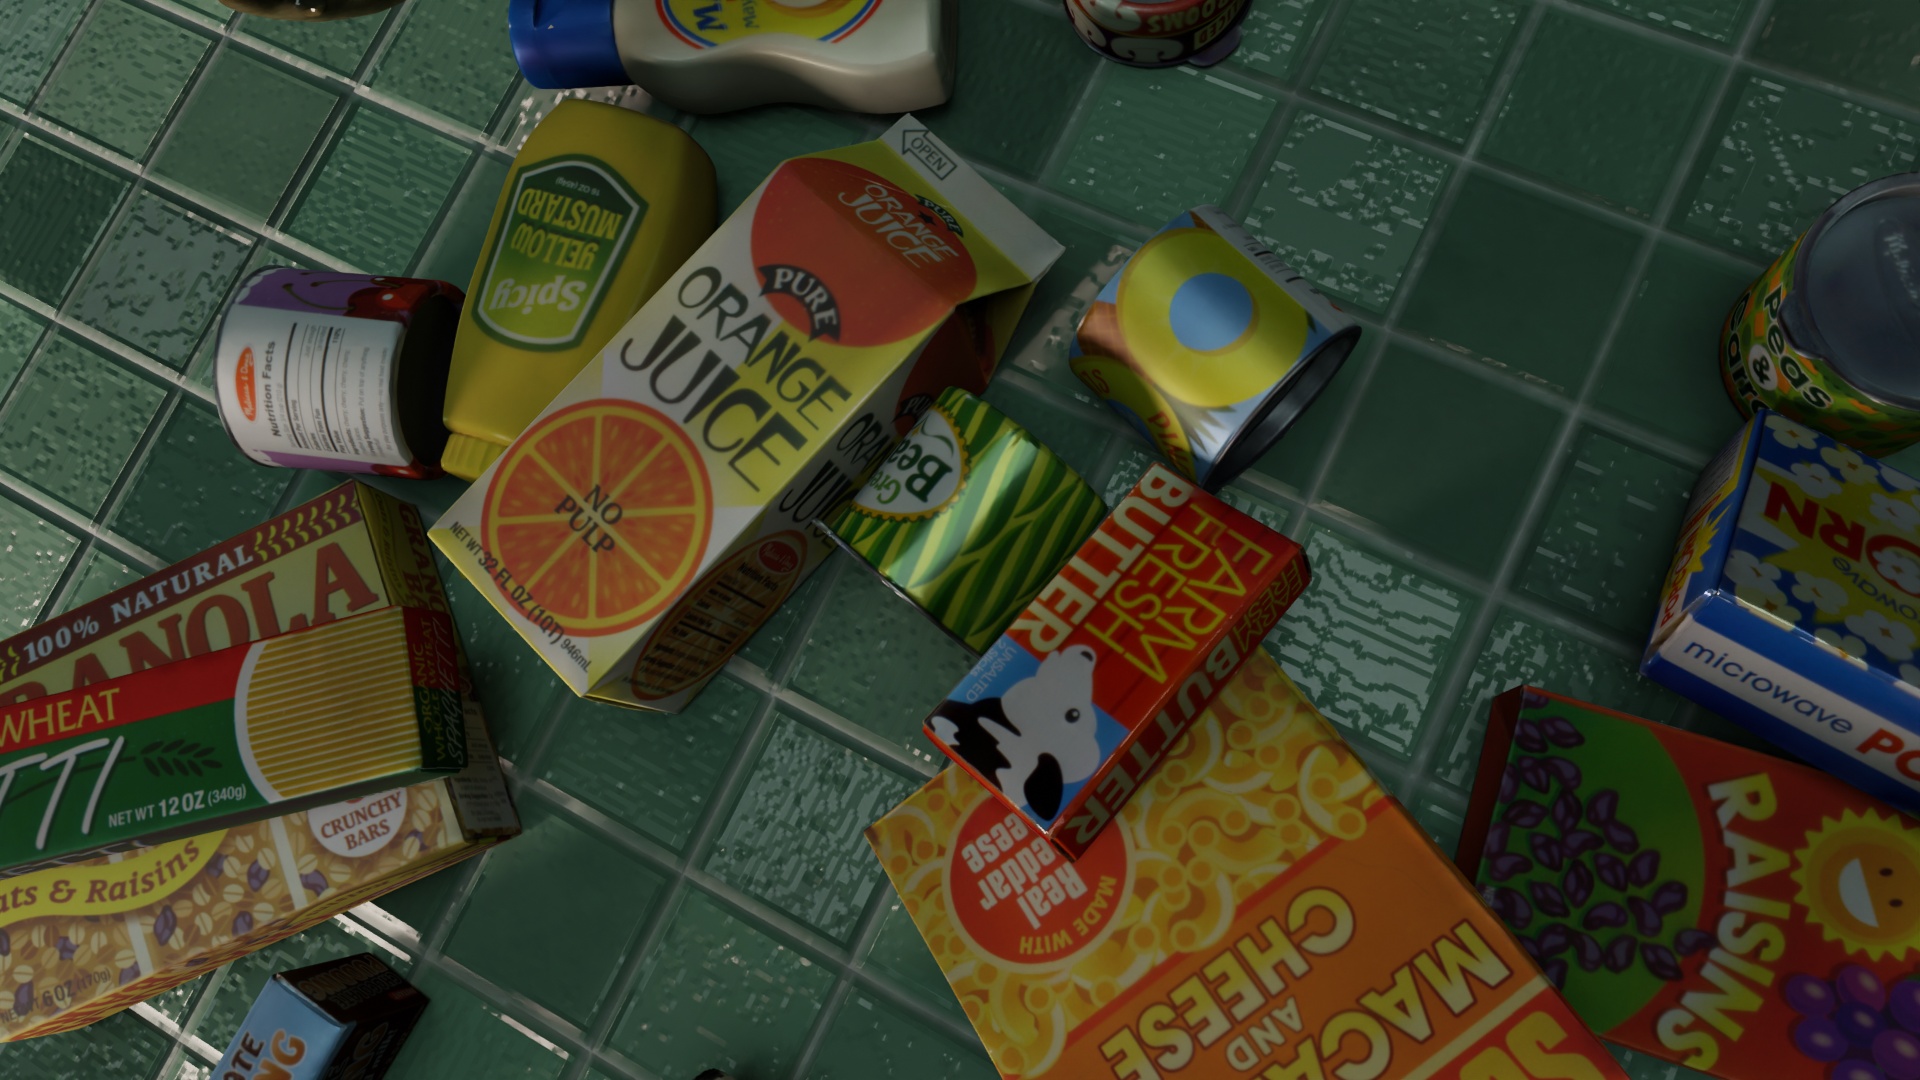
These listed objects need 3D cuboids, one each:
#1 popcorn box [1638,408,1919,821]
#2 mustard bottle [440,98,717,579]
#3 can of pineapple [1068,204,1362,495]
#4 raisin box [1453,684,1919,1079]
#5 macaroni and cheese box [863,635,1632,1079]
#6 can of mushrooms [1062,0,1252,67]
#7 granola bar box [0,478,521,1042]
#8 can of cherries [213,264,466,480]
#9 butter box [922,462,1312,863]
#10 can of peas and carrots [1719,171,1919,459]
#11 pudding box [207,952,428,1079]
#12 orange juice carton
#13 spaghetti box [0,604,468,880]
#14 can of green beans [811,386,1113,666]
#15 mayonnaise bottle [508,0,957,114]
[{"bbox_3d":[0.251,0.028,0.359,0.127,0.038,0.085,30,49,14],"label":"popcorn box"},{"bbox_3d":[-0.132,-0.062,0.454,0.065,0.048,0.160,16,82,13],"label":"mustard bottle"},{"bbox_3d":[0.073,-0.055,0.411,0.071,0.071,0.058,-45,75,-1],"label":"can of pineapple"},{"bbox_3d":[0.200,0.097,0.373,0.123,0.040,0.086,16,81,11],"label":"raisin box"},{"bbox_3d":[0.067,0.109,0.363,0.124,0.040,0.167,-37,54,1],"label":"macaroni and cheese box"},{"bbox_3d":[0.066,-0.192,0.457,0.071,0.033,0.071,-2,78,8],"label":"can of mushrooms"},{"bbox_3d":[-0.242,0.070,0.449,0.165,0.039,0.124,-24,76,3],"label":"granola bar box"},{"bbox_3d":[-0.195,-0.055,0.454,0.058,0.071,0.071,5,80,6],"label":"can of cherries"},{"bbox_3d":[0.043,0.031,0.379,0.103,0.024,0.053,-48,53,-8],"label":"butter box"},{"bbox_3d":[0.254,-0.059,0.386,0.071,0.058,0.071,-2,79,10],"label":"can of peas and carrots"},{"bbox_3d":[-0.204,0.170,0.418,0.030,0.049,0.084,29,85,12],"label":"pudding box"},{"bbox_3d":[-0.057,-0.042,0.425,0.072,0.073,0.193,42,87,14],"label":"orange juice carton"},{"bbox_3d":[-0.272,0.073,0.417,0.250,0.028,0.050,-14,77,5],"label":"spaghetti box"},{"bbox_3d":[0.003,-0.004,0.411,0.071,0.071,0.058,38,87,14],"label":"can of green beans"},{"bbox_3d":[-0.076,-0.176,0.471,0.148,0.041,0.065,-1,75,8],"label":"mayonnaise bottle"}]
